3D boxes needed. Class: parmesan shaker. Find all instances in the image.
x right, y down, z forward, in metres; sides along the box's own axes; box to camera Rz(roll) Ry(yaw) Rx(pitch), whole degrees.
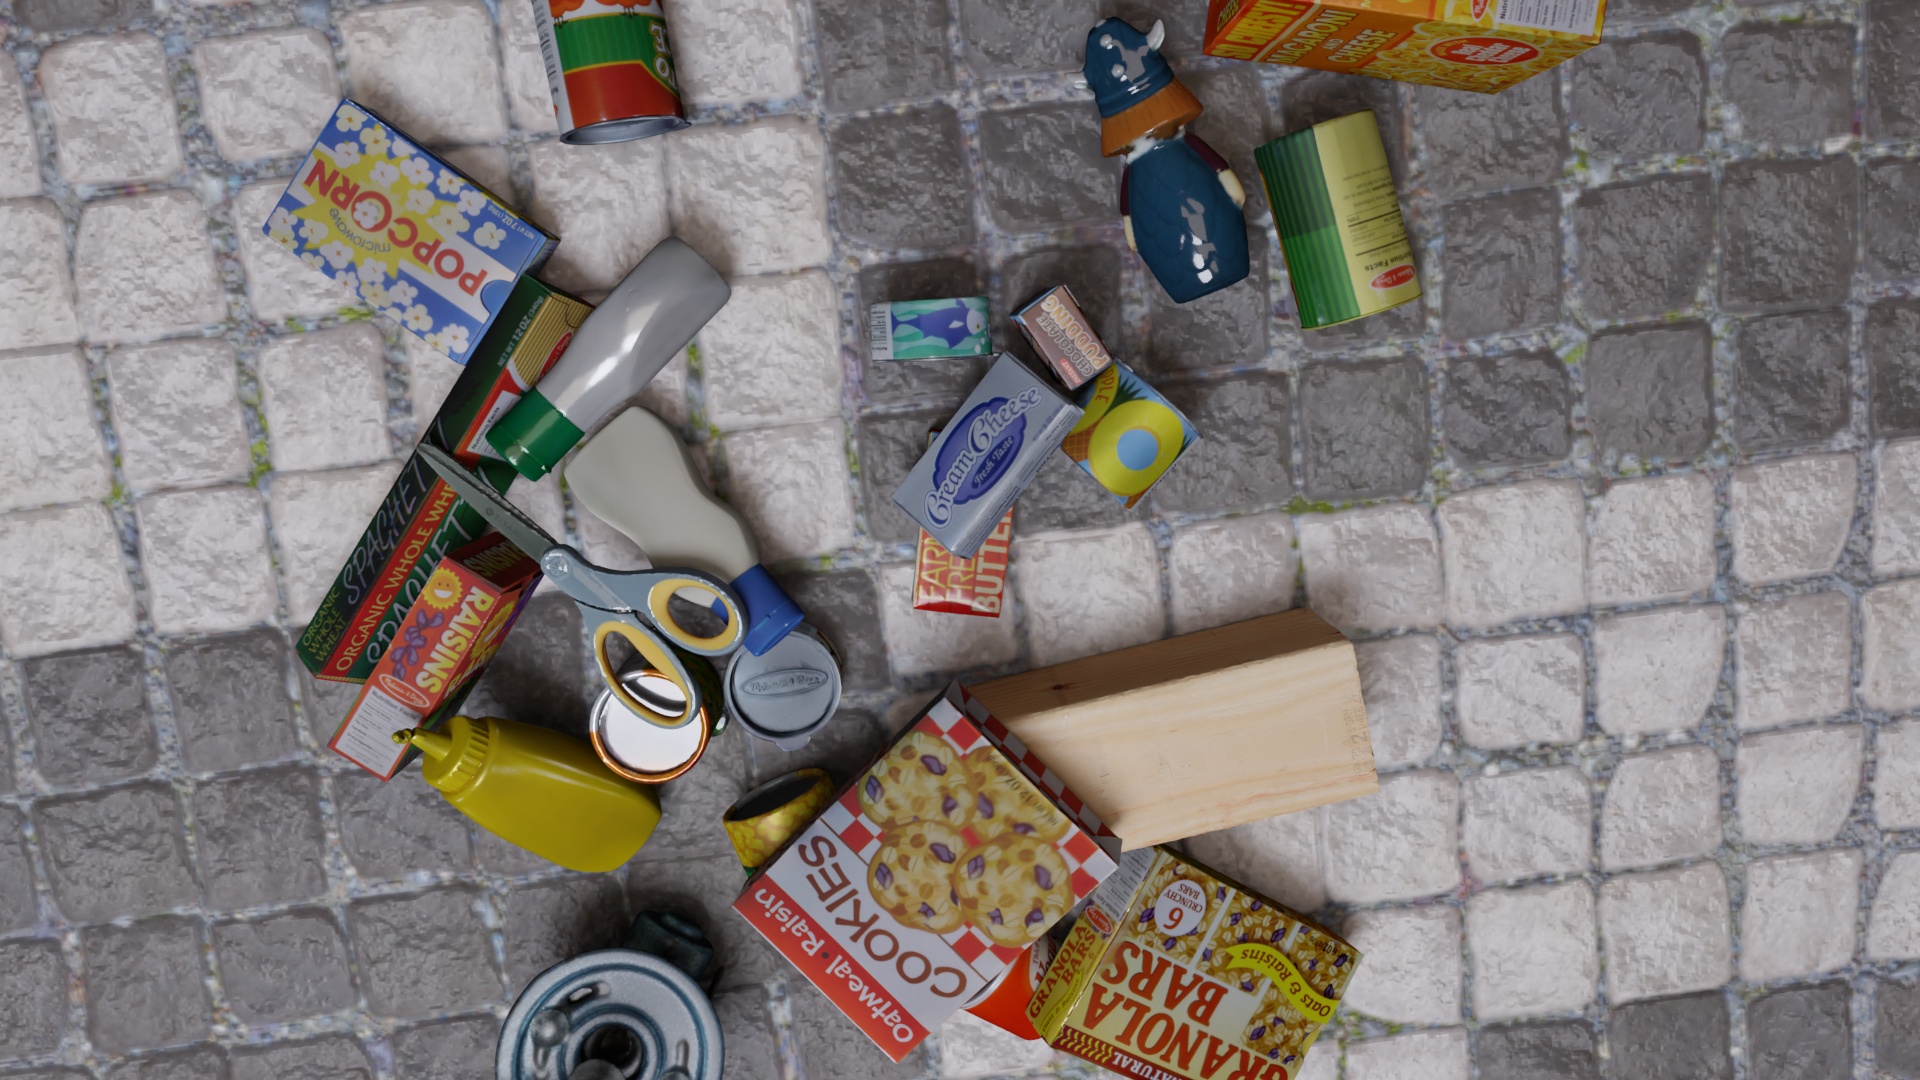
[{"bbox_3d":[0.206,-0.173,0.752,0.071,0.071,0.103,-18,98,1],"label":"parmesan shaker"}]

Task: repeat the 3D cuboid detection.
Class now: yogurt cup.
[{"bbox_3d":[0.033,0.255,0.813,0.054,0.072,0.072,38,96,-15],"label":"yogurt cup"}]

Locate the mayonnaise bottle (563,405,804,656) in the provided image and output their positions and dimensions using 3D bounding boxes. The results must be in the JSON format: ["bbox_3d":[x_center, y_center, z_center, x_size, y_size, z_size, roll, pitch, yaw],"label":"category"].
[{"bbox_3d":[-0.147,-0.002,0.761,0.065,0.041,0.148,-42,85,1],"label":"mayonnaise bottle"}]

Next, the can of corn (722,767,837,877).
[{"bbox_3d":[-0.094,0.170,0.790,0.071,0.071,0.058,-22,98,2],"label":"can of corn"}]

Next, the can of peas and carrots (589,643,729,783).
[{"bbox_3d":[-0.168,0.098,0.783,0.071,0.059,0.070,0,99,-2],"label":"can of peas and carrots"}]

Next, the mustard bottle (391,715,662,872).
[{"bbox_3d":[-0.237,0.129,0.753,0.065,0.049,0.160,-48,132,4],"label":"mustard bottle"}]

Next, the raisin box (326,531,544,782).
[{"bbox_3d":[-0.282,0.061,0.759,0.040,0.086,0.123,33,97,-5],"label":"raisin box"}]

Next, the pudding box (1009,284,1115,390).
[{"bbox_3d":[0.053,-0.110,0.746,0.030,0.084,0.049,-35,99,4],"label":"pudding box"}]

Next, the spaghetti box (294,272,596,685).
[{"bbox_3d":[-0.278,-0.030,0.760,0.029,0.050,0.249,37,97,27],"label":"spaghetti box"}]

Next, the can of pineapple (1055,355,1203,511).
[{"bbox_3d":[0.088,-0.059,0.764,0.071,0.071,0.058,42,96,-8],"label":"can of pineapple"}]

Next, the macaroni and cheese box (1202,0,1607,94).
[{"bbox_3d":[0.219,-0.269,0.707,0.166,0.124,0.040,7,96,-3],"label":"macaroni and cheese box"}]

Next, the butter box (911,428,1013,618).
[{"bbox_3d":[0.003,-0.010,0.790,0.053,0.024,0.103,6,98,-2],"label":"butter box"}]

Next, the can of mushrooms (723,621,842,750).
[{"bbox_3d":[-0.100,0.082,0.795,0.071,0.033,0.071,0,99,-3],"label":"can of mushrooms"}]

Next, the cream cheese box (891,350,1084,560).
[{"bbox_3d":[0.014,-0.045,0.746,0.053,0.024,0.103,42,98,30],"label":"cream cheese box"}]

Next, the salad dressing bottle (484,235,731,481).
[{"bbox_3d":[-0.188,-0.096,0.741,0.044,0.064,0.148,42,84,6],"label":"salad dressing bottle"}]

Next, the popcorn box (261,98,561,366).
[{"bbox_3d":[-0.294,-0.164,0.748,0.126,0.038,0.085,34,95,-6],"label":"popcorn box"}]

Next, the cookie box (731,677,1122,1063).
[{"bbox_3d":[-0.018,0.173,0.726,0.123,0.040,0.167,44,104,-1],"label":"cookie box"}]

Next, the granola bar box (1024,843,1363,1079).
[{"bbox_3d":[0.137,0.255,0.797,0.165,0.039,0.124,31,89,-23],"label":"granola bar box"}]

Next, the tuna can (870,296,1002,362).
[{"bbox_3d":[-0.013,-0.114,0.752,0.071,0.071,0.032,-3,99,-1],"label":"tuna can"}]

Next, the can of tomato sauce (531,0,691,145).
[{"bbox_3d":[-0.182,-0.255,0.724,0.071,0.071,0.083,-10,99,0],"label":"can of tomato sauce"}]
